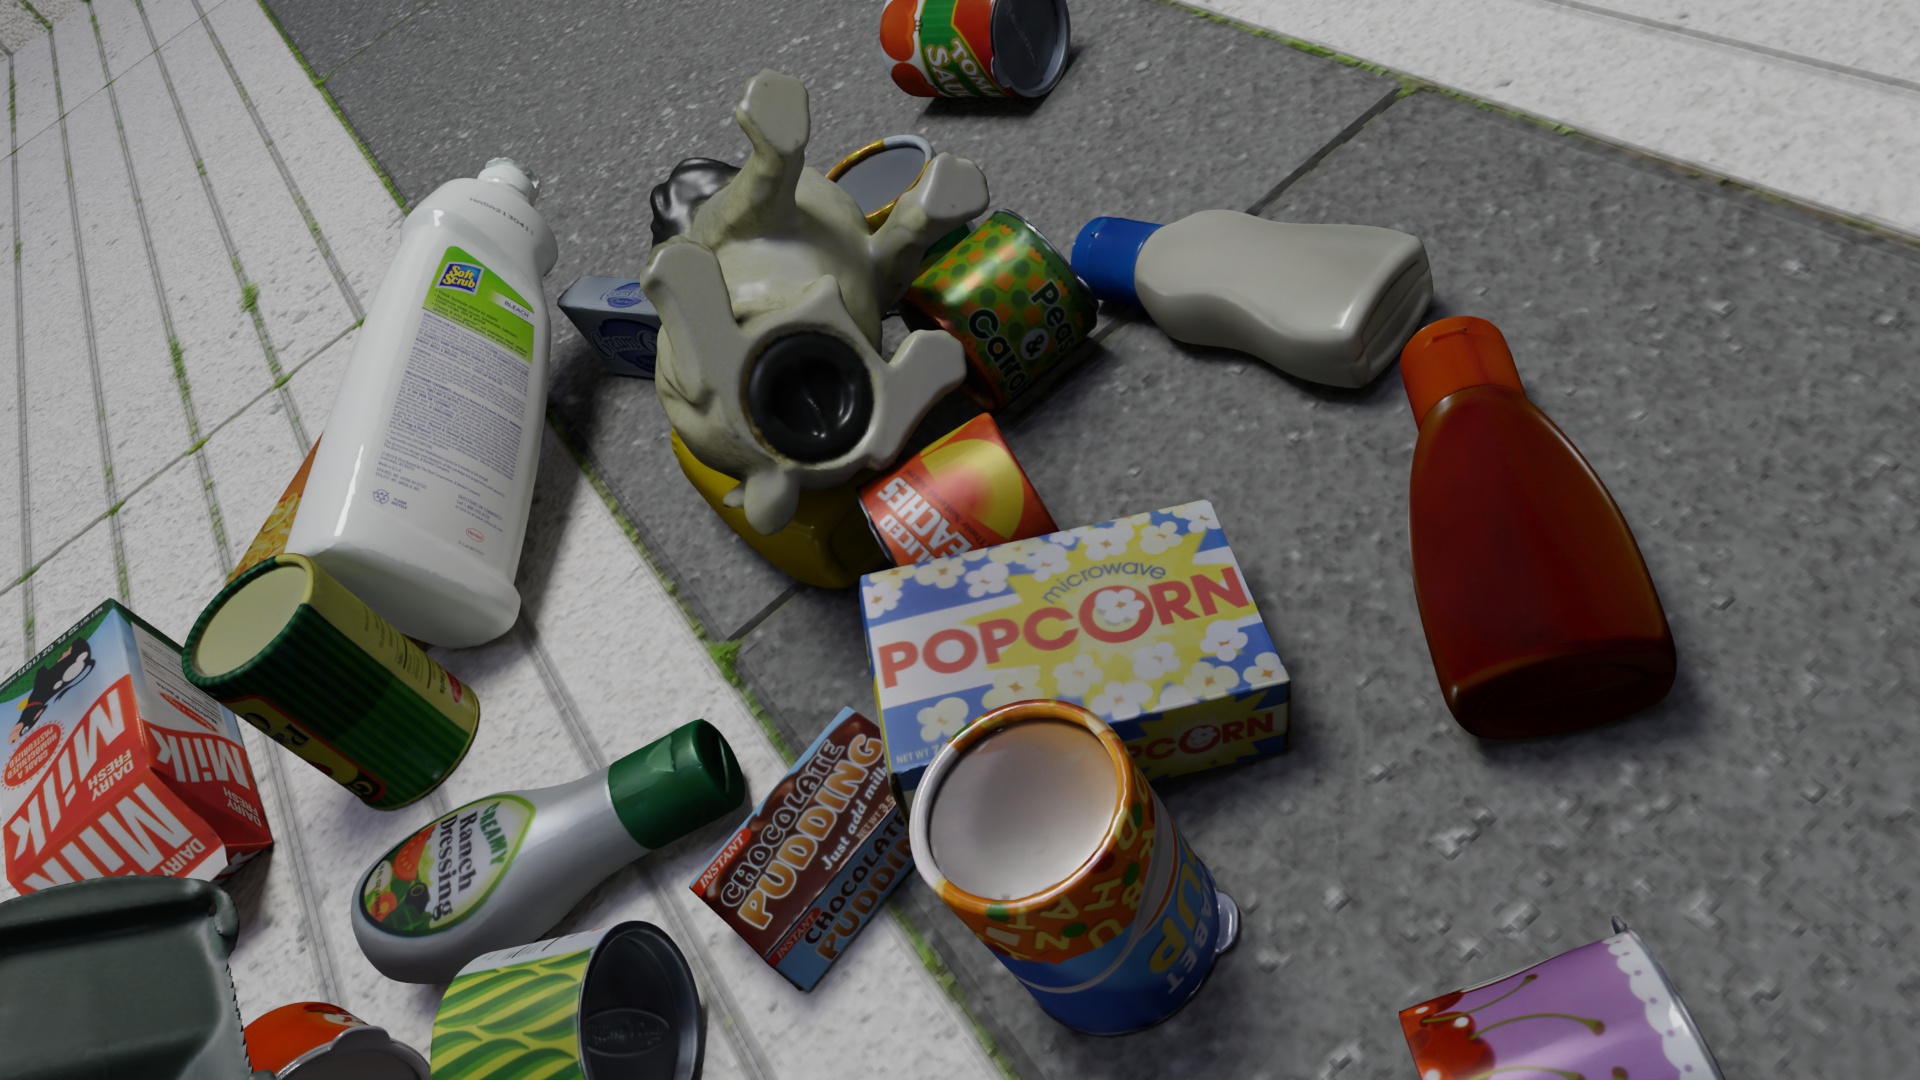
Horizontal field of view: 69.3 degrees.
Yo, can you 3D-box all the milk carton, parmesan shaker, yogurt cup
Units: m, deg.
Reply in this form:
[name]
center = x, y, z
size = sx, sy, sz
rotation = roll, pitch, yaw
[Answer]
[milk carton]
center = -0.377, 0.113, 0.632
size = 0.072, 0.073, 0.191
rotation = -42, 44, -9
[parmesan shaker]
center = -0.267, 0.060, 0.592
size = 0.071, 0.102, 0.072
rotation = -17, 46, 18
[yogurt cup]
center = -0.222, 0.194, 0.476
size = 0.054, 0.072, 0.072
rotation = 11, 58, 46

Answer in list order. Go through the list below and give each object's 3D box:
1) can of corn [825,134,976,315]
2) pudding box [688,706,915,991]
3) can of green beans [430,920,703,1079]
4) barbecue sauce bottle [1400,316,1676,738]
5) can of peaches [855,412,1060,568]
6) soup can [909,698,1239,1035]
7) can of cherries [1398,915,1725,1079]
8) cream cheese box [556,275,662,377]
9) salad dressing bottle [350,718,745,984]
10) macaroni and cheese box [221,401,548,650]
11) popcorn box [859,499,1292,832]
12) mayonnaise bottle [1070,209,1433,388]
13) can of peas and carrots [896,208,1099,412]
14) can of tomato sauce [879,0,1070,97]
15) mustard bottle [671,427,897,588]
[can of corn]
center = -0.032, -0.153, 0.676
size = 0.071, 0.058, 0.071
rotation = -17, 45, 18
[pudding box]
center = -0.045, 0.103, 0.476
size = 0.084, 0.030, 0.050
rotation = -48, 44, -15
[can of green beans]
center = -0.125, 0.161, 0.445
size = 0.058, 0.071, 0.071
rotation = -17, 46, 18
[barbecue sauce bottle]
center = 0.172, -0.011, 0.440
size = 0.065, 0.043, 0.149
rotation = -16, 45, 18
[can of peaches]
center = 0.002, -0.006, 0.517
size = 0.058, 0.071, 0.071
rotation = -30, 43, 3
[soup can]
center = 0.034, 0.094, 0.398
size = 0.071, 0.083, 0.072
rotation = -16, 46, 17
[can of cherries]
center = 0.140, 0.129, 0.318
size = 0.058, 0.071, 0.072
rotation = -25, 44, 12
[cream cheese box]
center = -0.155, -0.108, 0.712
size = 0.104, 0.053, 0.024
rotation = 11, 57, 37
[salad dressing bottle]
center = -0.153, 0.114, 0.519
size = 0.147, 0.043, 0.064
rotation = -27, 42, 7
[macaroni and cheese box]
center = -0.303, -0.017, 0.728
size = 0.123, 0.040, 0.167
rotation = -6, 50, 25
[popcorn box]
center = 0.035, 0.040, 0.456
size = 0.127, 0.038, 0.085
rotation = -12, 44, -1
[mayonnaise bottle]
center = 0.110, -0.104, 0.563
size = 0.148, 0.041, 0.065
rotation = 22, 64, 43
[can of peas and carrots]
center = 0.016, -0.096, 0.591
size = 0.059, 0.070, 0.071
rotation = -42, 44, -7
[can of tomato sauce]
center = 0.006, -0.274, 0.757
size = 0.083, 0.071, 0.071
rotation = 15, 61, 40
[mustard bottle]
center = -0.085, -0.033, 0.608
size = 0.065, 0.048, 0.160
rotation = -42, 43, -17
